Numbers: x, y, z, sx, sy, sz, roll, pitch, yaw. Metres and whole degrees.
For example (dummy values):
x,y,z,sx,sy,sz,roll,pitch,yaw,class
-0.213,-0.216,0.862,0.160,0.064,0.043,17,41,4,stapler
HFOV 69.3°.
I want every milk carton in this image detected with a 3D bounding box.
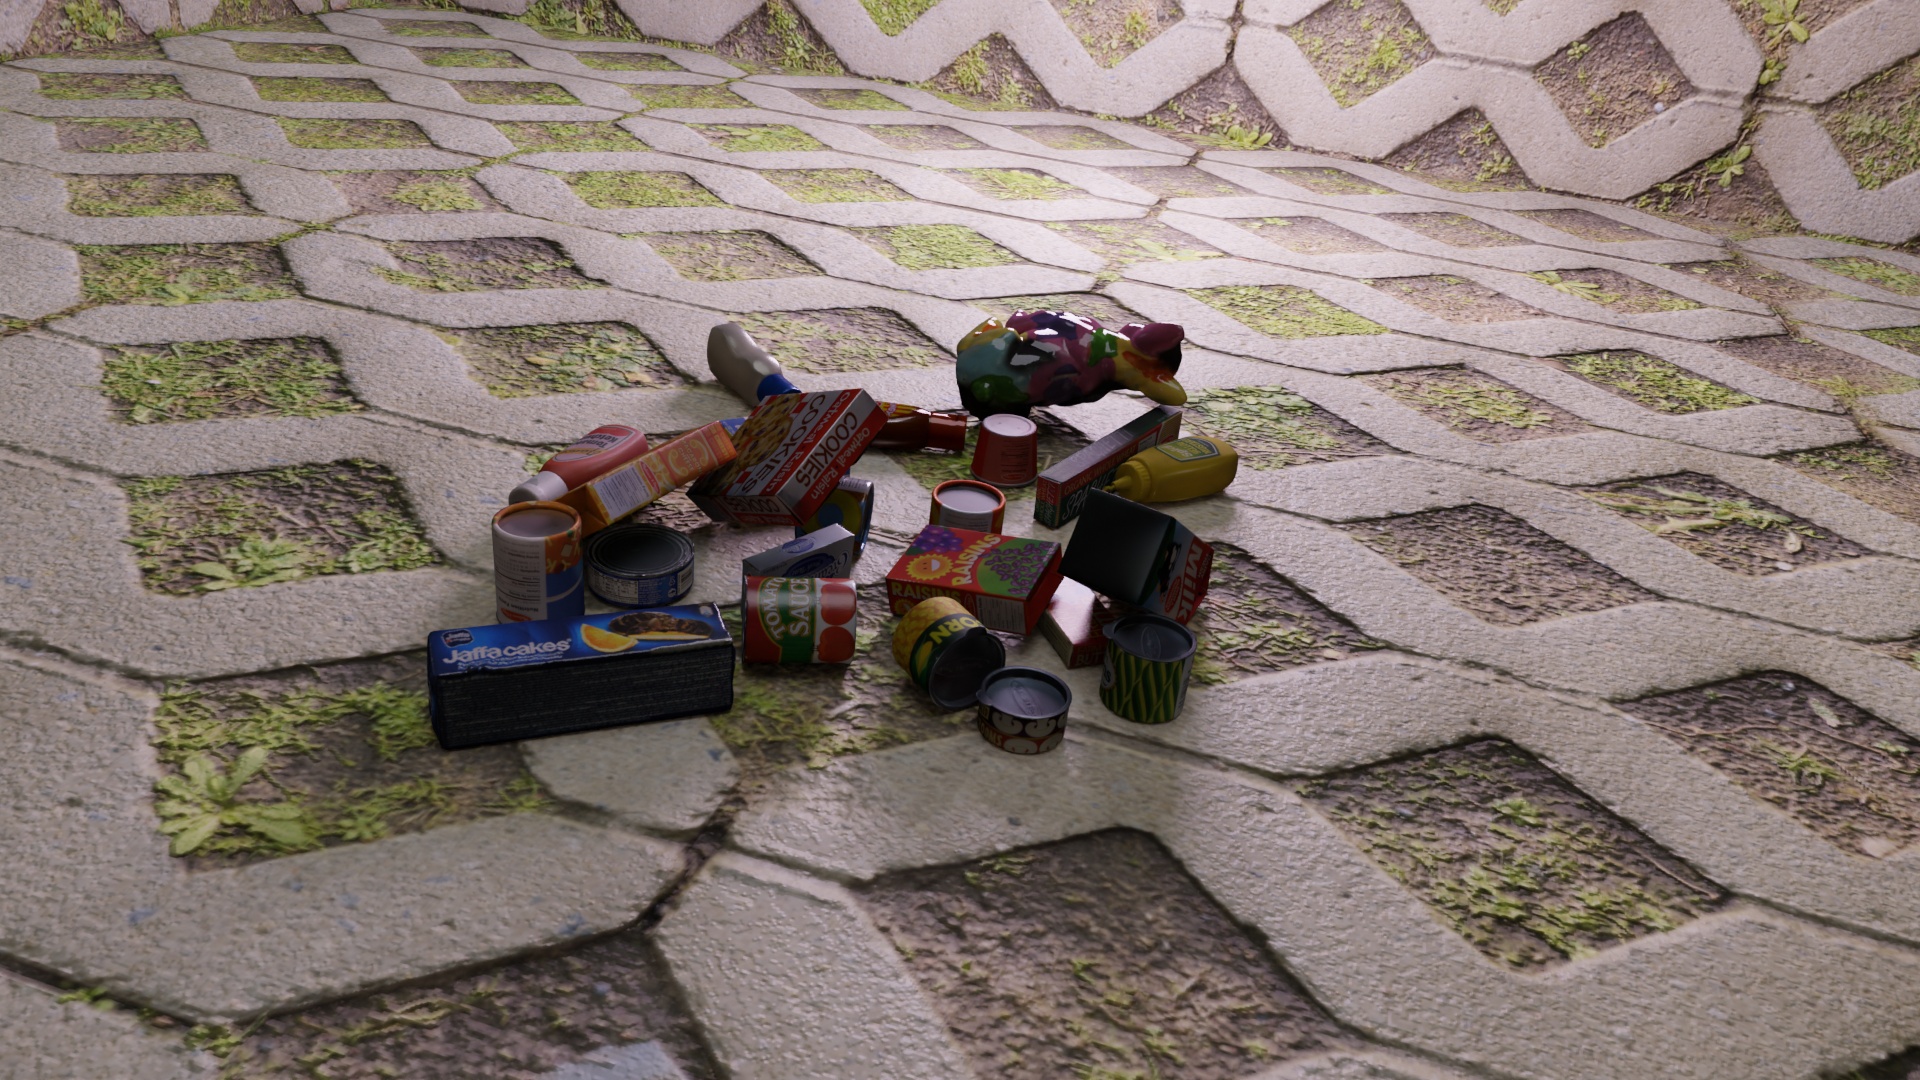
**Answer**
x,y,z,sx,sy,sz,roll,pitch,yaw,class
0.151,0.020,1.131,0.072,0.073,0.190,21,-2,24,milk carton

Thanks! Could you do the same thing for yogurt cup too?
x,y,z,sx,sy,sz,roll,pitch,yaw,class
0.046,-0.091,1.378,0.072,0.053,0.073,5,29,-2,yogurt cup

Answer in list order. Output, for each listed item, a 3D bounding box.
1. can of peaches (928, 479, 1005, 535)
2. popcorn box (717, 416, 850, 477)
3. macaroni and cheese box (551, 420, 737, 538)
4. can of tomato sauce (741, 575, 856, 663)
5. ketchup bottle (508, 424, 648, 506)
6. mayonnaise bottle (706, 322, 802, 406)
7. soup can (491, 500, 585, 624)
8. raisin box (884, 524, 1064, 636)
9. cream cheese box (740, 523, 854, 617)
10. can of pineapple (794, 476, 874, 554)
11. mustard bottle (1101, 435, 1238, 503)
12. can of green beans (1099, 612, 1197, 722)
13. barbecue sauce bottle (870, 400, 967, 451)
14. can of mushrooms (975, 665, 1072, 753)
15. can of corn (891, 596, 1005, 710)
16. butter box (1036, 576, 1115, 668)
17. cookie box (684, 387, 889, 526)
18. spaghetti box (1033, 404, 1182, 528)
x,y,z,sx,sy,sz,roll,pitch,yaw,class
0.004,-0.015,1.226,0.071,0.057,0.071,5,29,-3,can of peaches
-0.170,-0.079,1.326,0.085,0.038,0.127,-12,34,-29,popcorn box
-0.284,-0.041,1.163,0.123,0.040,0.167,-20,11,36,macaroni and cheese box
-0.122,0.059,1.048,0.083,0.070,0.071,2,29,-10,can of tomato sauce
-0.344,-0.059,1.244,0.065,0.043,0.149,4,26,21,ketchup bottle
-0.218,-0.175,1.472,0.041,0.064,0.148,-17,40,-33,mayonnaise bottle
-0.321,0.019,1.064,0.071,0.083,0.072,5,28,-3,soup can
0.012,0.031,1.133,0.123,0.039,0.086,8,36,22,raisin box
-0.132,0.027,1.123,0.024,0.053,0.104,29,36,32,cream cheese box
-0.109,-0.022,1.209,0.058,0.070,0.071,9,28,3,can of pineapple
0.202,-0.066,1.371,0.161,0.048,0.065,-15,34,-35,mustard bottle
0.141,0.096,1.050,0.071,0.057,0.071,5,28,-3,can of green beans
-0.068,-0.117,1.412,0.149,0.043,0.065,7,27,-1,barbecue sauce bottle
0.043,0.122,1.006,0.071,0.033,0.071,6,29,-3,can of mushrooms
-0.009,0.081,1.032,0.071,0.070,0.058,-12,32,-31,can of corn
0.093,0.065,1.132,0.053,0.024,0.104,-5,30,-20,butter box
-0.150,-0.071,1.189,0.167,0.040,0.123,4,52,53,cookie box
0.150,-0.077,1.380,0.029,0.050,0.251,21,32,29,spaghetti box
